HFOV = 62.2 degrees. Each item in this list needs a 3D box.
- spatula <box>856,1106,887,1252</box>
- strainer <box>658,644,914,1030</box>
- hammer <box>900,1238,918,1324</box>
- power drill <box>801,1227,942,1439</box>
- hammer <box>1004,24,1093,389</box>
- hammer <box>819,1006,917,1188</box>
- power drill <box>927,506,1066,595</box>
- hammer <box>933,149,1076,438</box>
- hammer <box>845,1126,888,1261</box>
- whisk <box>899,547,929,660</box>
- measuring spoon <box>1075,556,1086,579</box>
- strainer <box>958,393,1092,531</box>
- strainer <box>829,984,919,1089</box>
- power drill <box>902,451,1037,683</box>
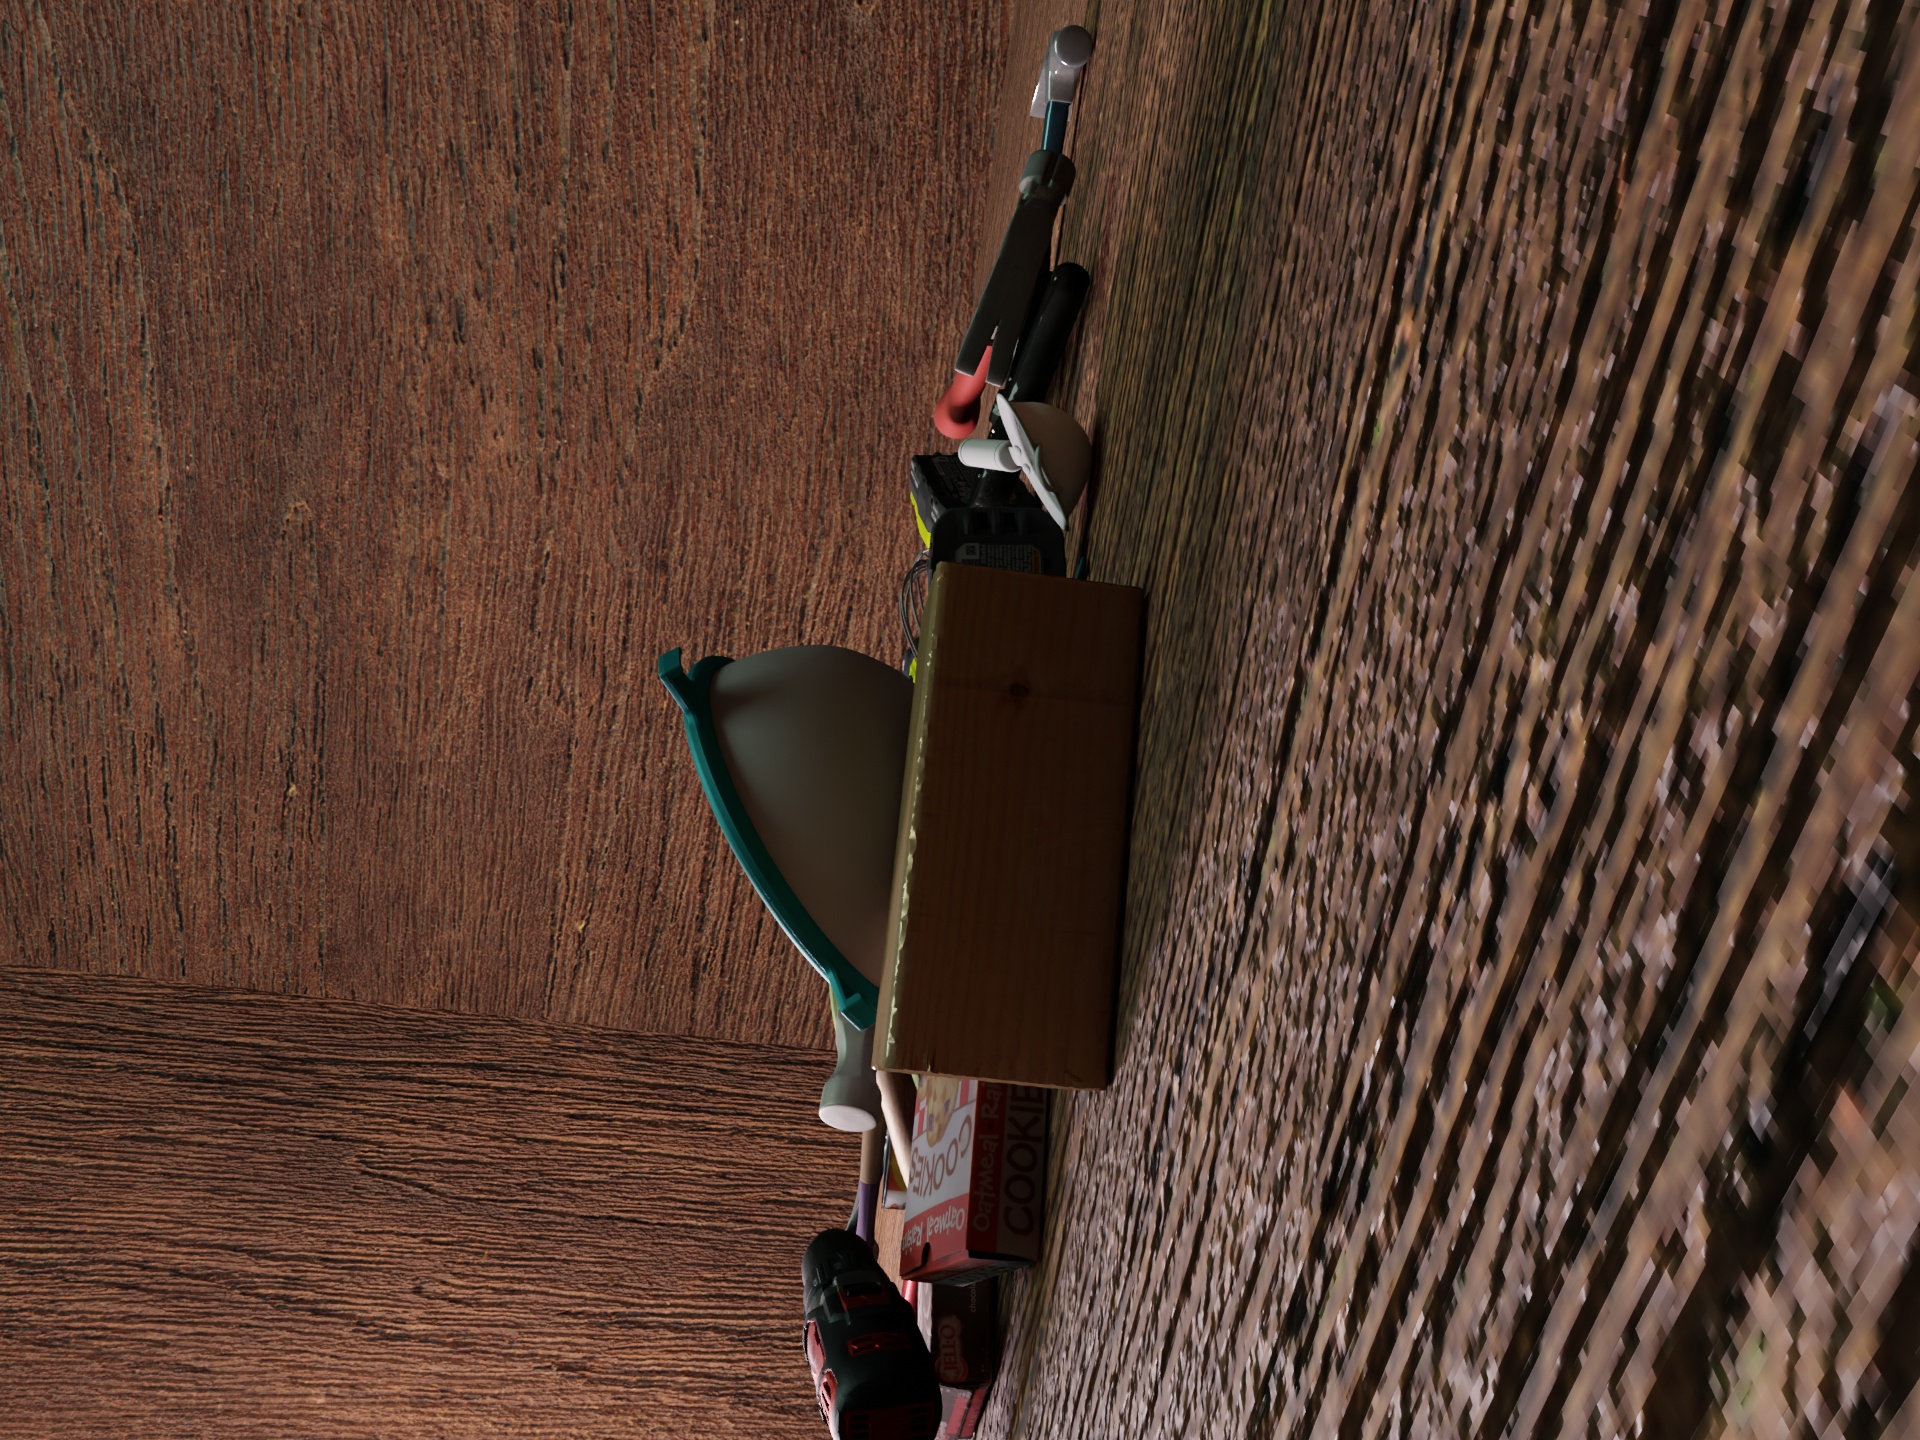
[{"bbox_3d":[-0.062,0.302,1.129,0.060,0.018,0.316,-146,61,-85],"label":"spatula"},{"bbox_3d":[-0.024,0.040,0.856,0.211,0.095,0.340,60,-169,9],"label":"strainer"},{"bbox_3d":[-0.048,0.535,1.262,0.143,0.038,0.386,-91,9,-74],"label":"hammer"},{"bbox_3d":[-0.055,0.408,0.870,0.188,0.080,0.226,-150,58,-74],"label":"power drill"},{"bbox_3d":[0.062,-0.373,1.275,0.128,0.033,0.331,-97,14,-72],"label":"hammer"},{"bbox_3d":[-0.029,0.243,0.947,0.331,0.031,0.130,78,-165,-50],"label":"hammer"},{"bbox_3d":[0.015,-0.055,0.980,0.228,0.080,0.190,114,155,-82],"label":"power drill"},{"bbox_3d":[0.014,-0.254,1.116,0.359,0.036,0.149,139,150,-81],"label":"hammer"},{"bbox_3d":[-0.030,0.253,1.199,0.149,0.036,0.408,-78,5,-51],"label":"hammer"},{"bbox_3d":[0.000,-0.004,1.123,0.055,0.055,0.239,-113,12,-83],"label":"whisk"},{"bbox_3d":[0.060,-0.031,0.840,0.042,0.021,0.129,98,-173,-64],"label":"measuring spoon"},{"bbox_3d":[0.034,-0.162,0.961,0.086,0.050,0.258,63,173,-16],"label":"strainer"},{"bbox_3d":[-0.010,0.202,1.031,0.151,0.069,0.256,-57,-42,-55],"label":"strainer"},{"bbox_3d":[-0.005,-0.091,1.256,0.171,0.080,0.223,-115,27,-55],"label":"power drill"}]
